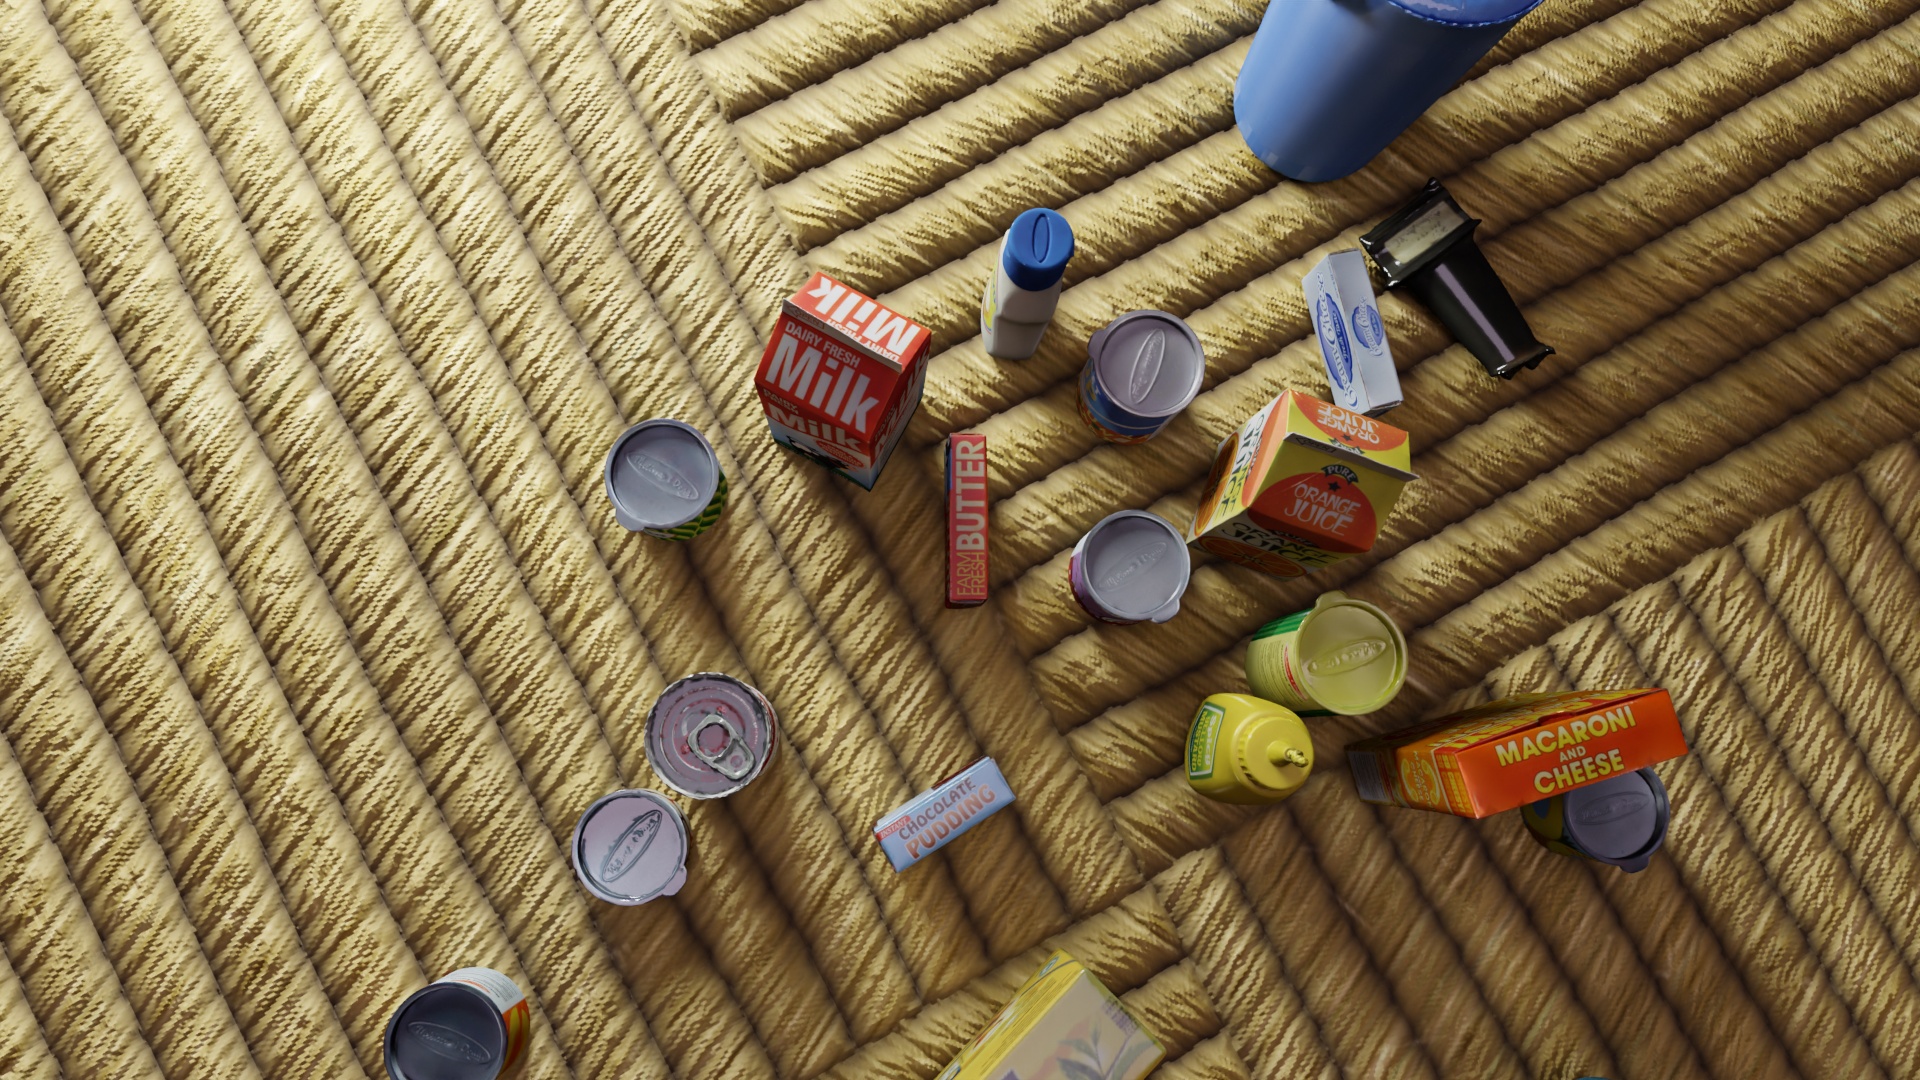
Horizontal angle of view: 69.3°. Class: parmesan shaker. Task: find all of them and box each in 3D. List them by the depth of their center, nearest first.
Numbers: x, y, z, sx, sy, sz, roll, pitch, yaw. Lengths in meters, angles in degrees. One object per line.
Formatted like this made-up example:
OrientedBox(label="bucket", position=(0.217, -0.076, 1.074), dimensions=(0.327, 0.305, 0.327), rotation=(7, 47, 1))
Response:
OrientedBox(label="parmesan shaker", position=(0.214, 0.069, 0.828), dimensions=(0.071, 0.103, 0.071), rotation=(1, 82, -4))

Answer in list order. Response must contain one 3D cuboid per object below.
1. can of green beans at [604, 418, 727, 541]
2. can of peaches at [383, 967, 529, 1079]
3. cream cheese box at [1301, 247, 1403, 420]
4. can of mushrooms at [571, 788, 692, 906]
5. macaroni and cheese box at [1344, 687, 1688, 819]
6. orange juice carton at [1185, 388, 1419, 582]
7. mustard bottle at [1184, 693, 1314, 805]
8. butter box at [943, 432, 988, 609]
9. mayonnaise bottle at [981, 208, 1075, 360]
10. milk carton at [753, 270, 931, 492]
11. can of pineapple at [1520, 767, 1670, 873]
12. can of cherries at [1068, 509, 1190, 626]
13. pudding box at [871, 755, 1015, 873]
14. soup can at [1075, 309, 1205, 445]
OrientedBox(label="can of green beans", position=(-0.176, -0.035, 0.837), dimensions=(0.071, 0.057, 0.071), rotation=(1, 82, -4))
OrientedBox(label="can of peaches", position=(-0.283, 0.280, 0.781), dimensions=(0.071, 0.058, 0.071), rotation=(1, 82, -4))
OrientedBox(label="cream cheese box", position=(0.249, -0.128, 0.885), dimensions=(0.024, 0.053, 0.104), rotation=(-13, 83, -6))
OrientedBox(label="can of mushrooms", position=(-0.190, 0.181, 0.816), dimensions=(0.071, 0.033, 0.071), rotation=(1, 81, -4))
OrientedBox(label="macaroni and cheese box", position=(0.308, 0.119, 0.795), dimensions=(0.124, 0.166, 0.040), rotation=(-15, 83, -6))
OrientedBox(label="orange juice carton", position=(0.194, -0.030, 0.796), dimensions=(0.072, 0.192, 0.073), rotation=(20, 81, -1))
OrientedBox(label="mustard bottle", position=(0.166, 0.119, 0.788), dimensions=(0.049, 0.160, 0.065), rotation=(13, 81, -2))
OrientedBox(label="butter box", position=(0.003, -0.011, 0.849), dimensions=(0.024, 0.053, 0.103), rotation=(0, 82, -4))
OrientedBox(label="mayonnaise bottle", position=(0.039, -0.154, 0.826), dimensions=(0.041, 0.148, 0.065), rotation=(4, 82, -4))
OrientedBox(label="milk carton", position=(-0.065, -0.090, 0.787), dimensions=(0.072, 0.190, 0.073), rotation=(28, 81, 0))
OrientedBox(label="can of pineapple", position=(0.386, 0.164, 0.849), dimensions=(0.071, 0.058, 0.071), rotation=(1, 82, -4))
OrientedBox(label="can of cherries", position=(0.103, 0.021, 0.849), dimensions=(0.071, 0.058, 0.071), rotation=(1, 82, -4))
OrientedBox(label="pudding box", position=(-0.011, 0.161, 0.824), dimensions=(0.084, 0.049, 0.030), rotation=(-31, 85, -8))
OrientedBox(label="soup can", position=(0.106, -0.100, 0.855), dimensions=(0.071, 0.083, 0.071), rotation=(1, 82, -4))
